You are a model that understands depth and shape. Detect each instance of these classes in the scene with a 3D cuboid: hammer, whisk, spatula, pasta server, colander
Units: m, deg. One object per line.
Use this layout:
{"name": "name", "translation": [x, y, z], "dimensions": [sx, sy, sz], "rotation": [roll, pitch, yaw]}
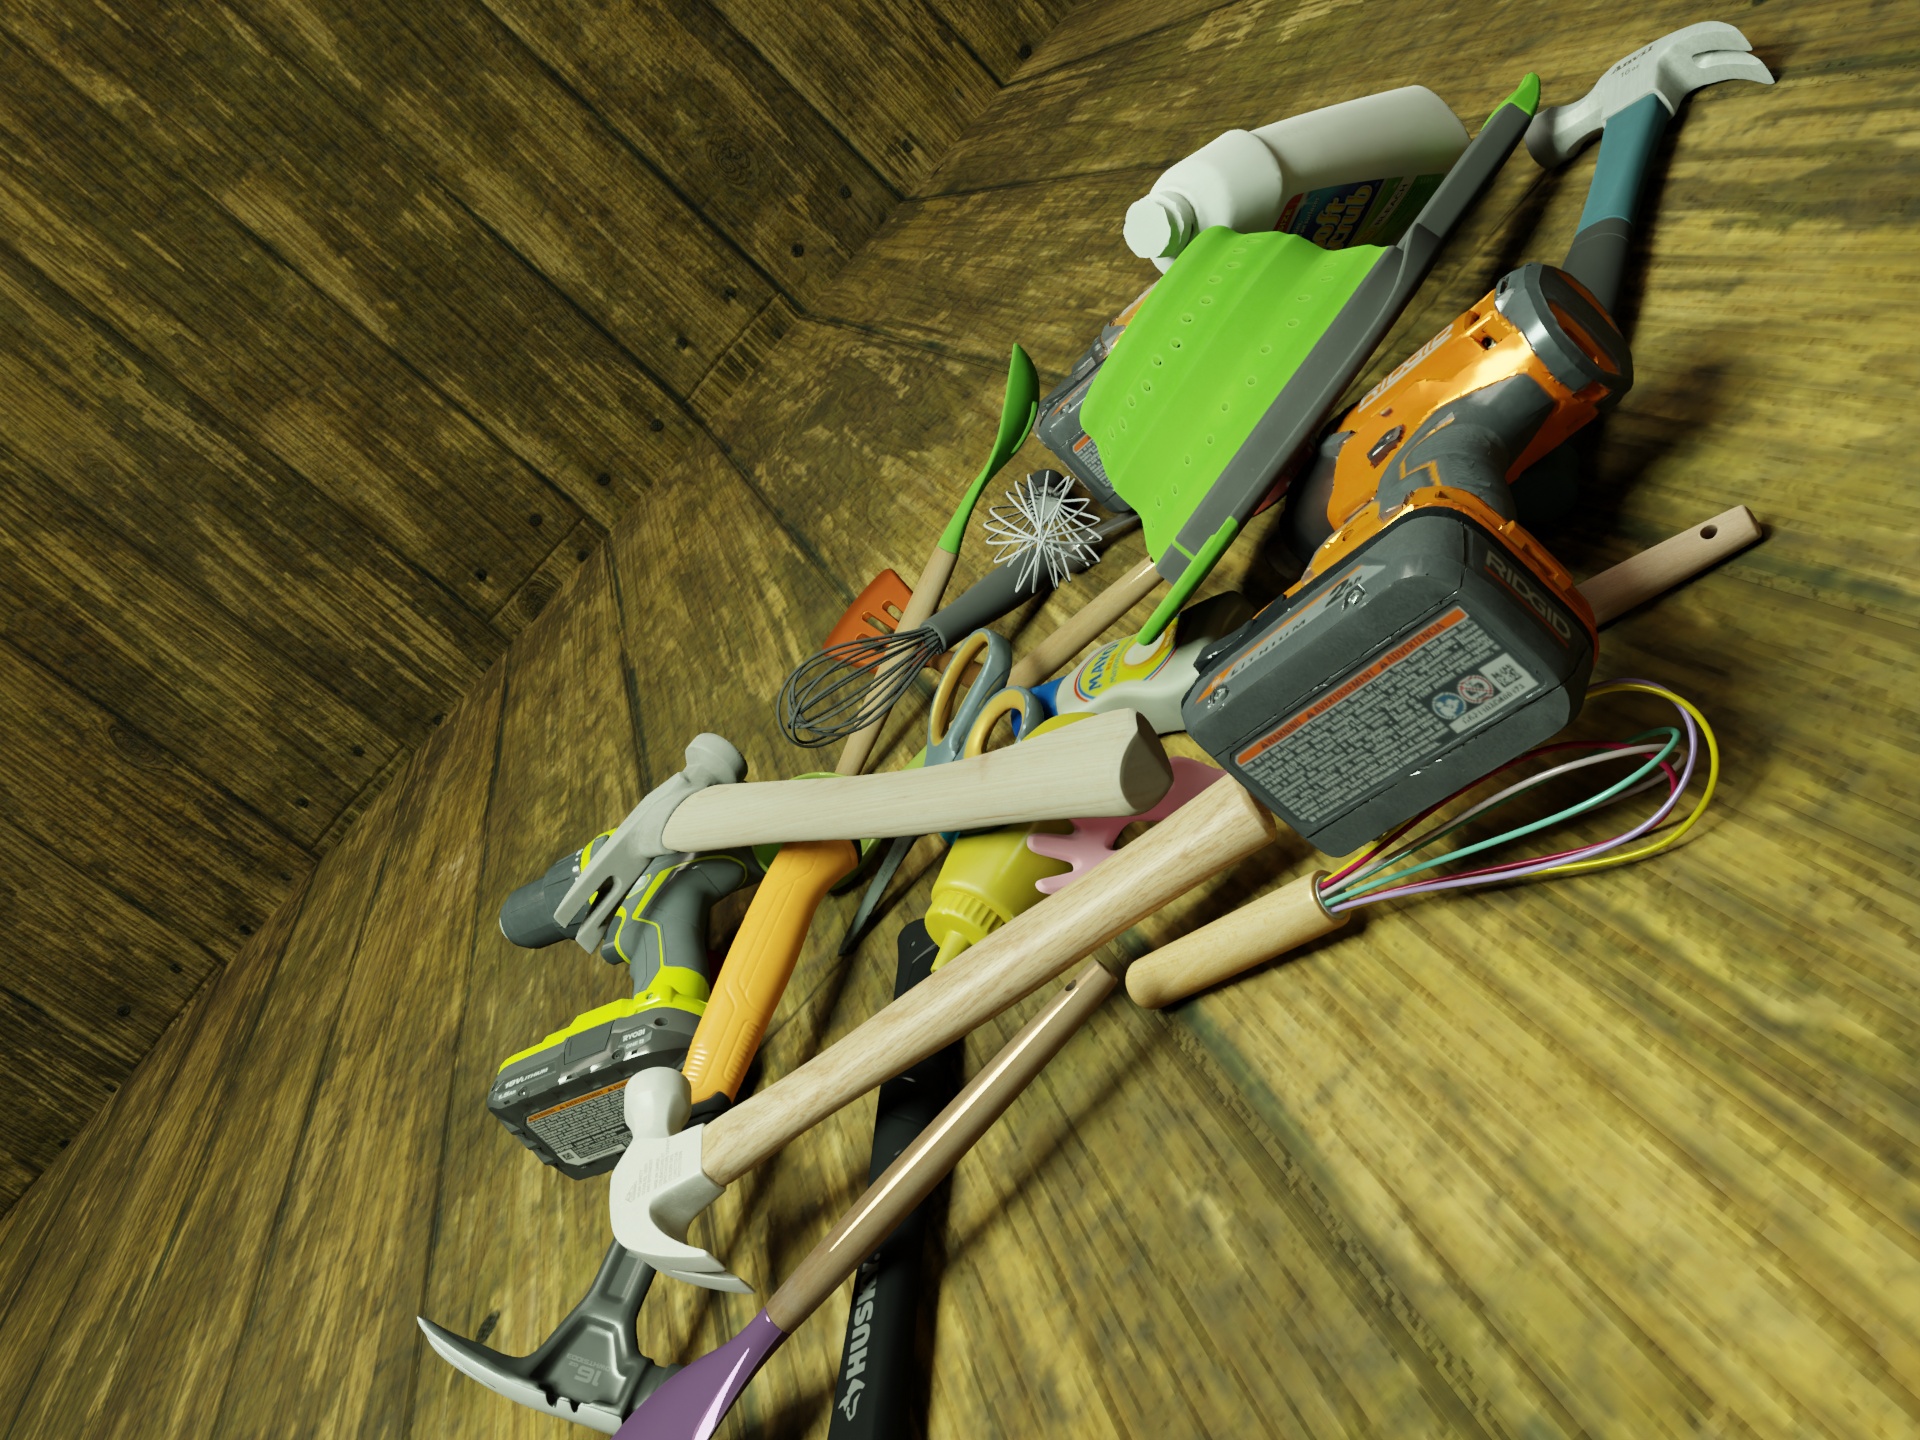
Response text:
{"name": "hammer", "translation": [-0.015, 0.125, 0.654], "dimensions": [0.331, 0.031, 0.130], "rotation": [-35, 31, 14]}
{"name": "whisk", "translation": [0.146, 0.057, 0.549], "dimensions": [0.245, 0.047, 0.051], "rotation": [-36, 12, 41]}
{"name": "whisk", "translation": [0.052, -0.128, 0.983], "dimensions": [0.070, 0.070, 0.285], "rotation": [-44, 8, 12]}
{"name": "spatula", "translation": [-0.013, -0.041, 1.025], "dimensions": [0.081, 0.041, 0.323], "rotation": [-52, 22, -4]}
{"name": "hammer", "translation": [0.291, -0.212, 0.729], "dimensions": [0.128, 0.033, 0.331], "rotation": [-23, 33, 51]}
{"name": "spatula", "translation": [-0.052, 0.209, 0.608], "dimensions": [0.316, 0.018, 0.060], "rotation": [-47, 21, 3]}
{"name": "pasta server", "translation": [0.156, -0.001, 0.628], "dimensions": [0.316, 0.040, 0.060], "rotation": [-32, 55, 34]}
{"name": "hammer", "translation": [-0.030, 0.202, 0.649], "dimensions": [0.146, 0.035, 0.335], "rotation": [-38, 24, 26]}
{"name": "hammer", "translation": [-0.062, 0.050, 0.778], "dimensions": [0.411, 0.038, 0.146], "rotation": [-10, 37, 51]}
{"name": "hammer", "translation": [-0.130, 0.174, 0.787], "dimensions": [0.034, 0.127, 0.337], "rotation": [92, -164, -48]}
{"name": "colander", "translation": [0.166, -0.214, 0.766], "dimensions": [0.397, 0.094, 0.204], "rotation": [-52, -3, -26]}
{"name": "whisk", "translation": [-0.017, -0.053, 0.957], "dimensions": [0.239, 0.055, 0.055], "rotation": [-35, 11, -34]}

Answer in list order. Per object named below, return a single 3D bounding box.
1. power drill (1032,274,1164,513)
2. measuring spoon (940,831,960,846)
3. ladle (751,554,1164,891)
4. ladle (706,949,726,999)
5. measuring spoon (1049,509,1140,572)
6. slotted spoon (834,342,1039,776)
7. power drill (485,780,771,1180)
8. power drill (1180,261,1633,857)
{"name": "power drill", "translation": [0.109, -0.212, 1.016], "dimensions": [0.185, 0.084, 0.226], "rotation": [-38, 16, 27]}
{"name": "measuring spoon", "translation": [0.004, 0.061, 0.840], "dimensions": [0.042, 0.021, 0.129], "rotation": [-50, 22, -3]}
{"name": "ladle", "translation": [-0.001, -0.003, 0.883], "dimensions": [0.320, 0.062, 0.078], "rotation": [-40, 48, 29]}
{"name": "ladle", "translation": [-0.183, 0.132, 1.086], "dimensions": [0.069, 0.031, 0.316], "rotation": [-44, 20, 9]}
{"name": "measuring spoon", "translation": [0.106, -0.118, 0.964], "dimensions": [0.124, 0.018, 0.034], "rotation": [-25, 19, 34]}
{"name": "slotted spoon", "translation": [-0.018, -0.084, 0.999], "dimensions": [0.070, 0.031, 0.313], "rotation": [-79, 14, -75]}
{"name": "power drill", "translation": [-0.202, 0.147, 0.938], "dimensions": [0.190, 0.080, 0.229], "rotation": [-22, 36, 14]}
{"name": "power drill", "translation": [0.156, -0.058, 0.576], "dimensions": [0.164, 0.084, 0.227], "rotation": [-40, 14, 42]}
